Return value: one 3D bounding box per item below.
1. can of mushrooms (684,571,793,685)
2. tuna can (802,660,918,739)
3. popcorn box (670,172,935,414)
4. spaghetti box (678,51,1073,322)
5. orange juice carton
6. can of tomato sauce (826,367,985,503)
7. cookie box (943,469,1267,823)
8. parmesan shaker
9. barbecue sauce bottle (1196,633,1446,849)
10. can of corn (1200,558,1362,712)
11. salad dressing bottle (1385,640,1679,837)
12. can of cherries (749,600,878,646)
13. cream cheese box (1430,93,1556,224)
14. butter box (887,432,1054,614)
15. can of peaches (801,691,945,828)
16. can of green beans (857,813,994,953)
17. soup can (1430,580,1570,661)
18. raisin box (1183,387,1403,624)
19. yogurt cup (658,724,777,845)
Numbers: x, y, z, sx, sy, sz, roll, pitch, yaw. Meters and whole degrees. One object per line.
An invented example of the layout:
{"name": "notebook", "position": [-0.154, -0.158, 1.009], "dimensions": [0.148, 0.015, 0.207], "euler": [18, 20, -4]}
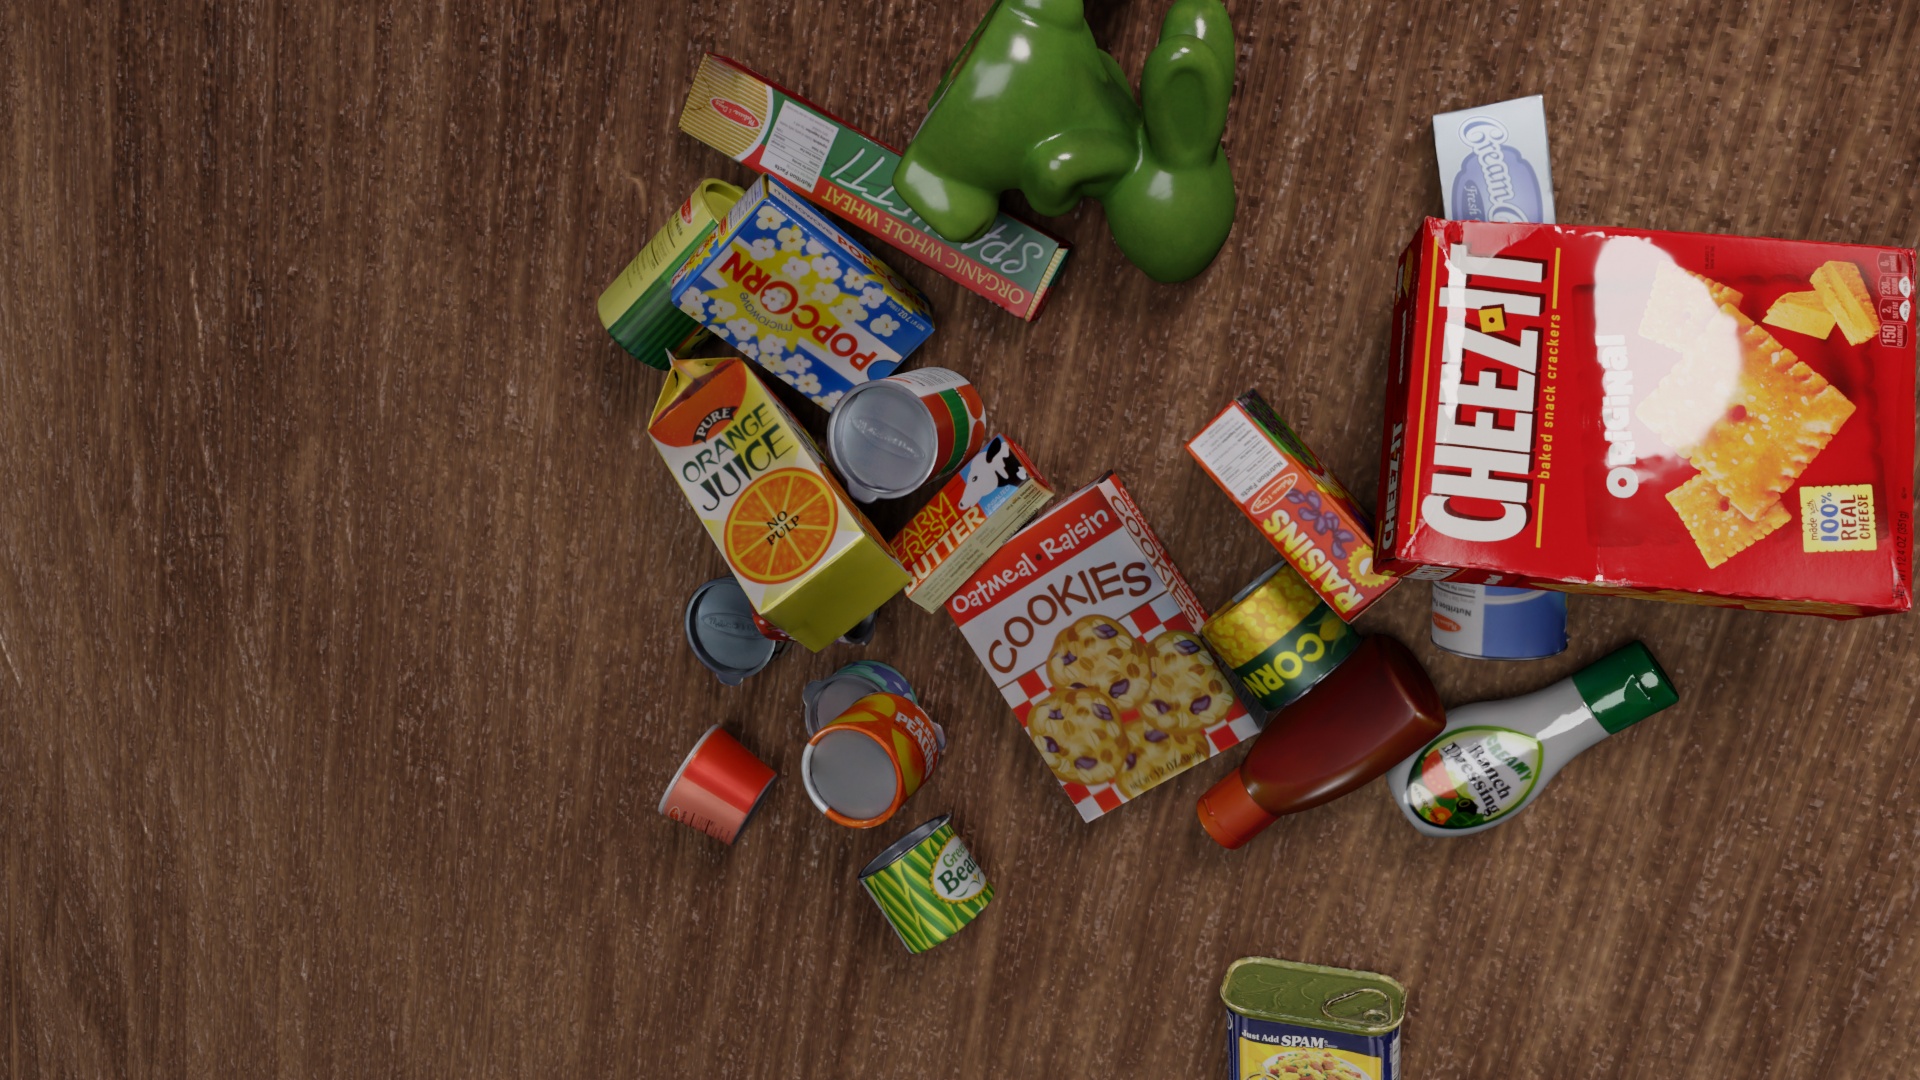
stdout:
{"name": "can of mushrooms", "position": [-0.141, 0.055, 0.895], "dimensions": [0.071, 0.033, 0.071], "euler": [4, 103, 19]}
{"name": "tuna can", "position": [-0.064, 0.109, 0.877], "dimensions": [0.071, 0.033, 0.071], "euler": [5, 103, 20]}
{"name": "popcorn box", "position": [-0.090, -0.137, 0.795], "dimensions": [0.126, 0.038, 0.085], "euler": [34, 117, -30]}
{"name": "spaghetti box", "position": [-0.051, -0.206, 0.807], "dimensions": [0.250, 0.029, 0.050], "euler": [31, 111, 12]}
{"name": "orange juice carton", "position": [-0.115, -0.035, 0.809], "dimensions": [0.073, 0.071, 0.193], "euler": [-38, 60, 2]}
{"name": "can of tomato sauce", "position": [-0.029, -0.062, 0.800], "dimensions": [0.071, 0.083, 0.071], "euler": [5, 103, 20]}
{"name": "cookie box", "position": [0.081, 0.062, 0.809], "dimensions": [0.122, 0.040, 0.167], "euler": [-33, 90, 24]}
{"name": "parmesan shaker", "position": [-0.162, -0.160, 0.841], "dimensions": [0.102, 0.071, 0.071], "euler": [-40, 86, 24]}
{"name": "barbecue sauce bottle", "position": [0.194, 0.118, 0.770], "dimensions": [0.043, 0.065, 0.148], "euler": [24, 125, -33]}
{"name": "can of corn", "position": [0.173, 0.051, 0.754], "dimensions": [0.071, 0.071, 0.058], "euler": [-41, 85, 23]}
{"name": "salad dressing bottle", "position": [0.299, 0.104, 0.733], "dimensions": [0.147, 0.044, 0.064], "euler": [-36, 87, 23]}
{"name": "can of cherries", "position": [-0.088, 0.032, 0.852], "dimensions": [0.058, 0.072, 0.071], "euler": [0, 102, 21]}
{"name": "cream cheese box", "position": [0.270, -0.166, 0.696], "dimensions": [0.053, 0.024, 0.103], "euler": [-8, 99, 21]}
{"name": "butter box", "position": [0.003, -0.010, 0.805], "dimensions": [0.103, 0.053, 0.024], "euler": [-45, 128, 11]}
{"name": "can of peaches", "position": [-0.051, 0.130, 0.826], "dimensions": [0.071, 0.058, 0.071], "euler": [5, 104, 20]}
{"name": "can of green beans", "position": [-0.021, 0.214, 0.866], "dimensions": [0.071, 0.071, 0.058], "euler": [-35, 89, 24]}
{"name": "soup can", "position": [0.279, 0.012, 0.710], "dimensions": [0.071, 0.071, 0.083], "euler": [2, 102, 20]}
{"name": "raisin box", "position": [0.178, -0.021, 0.729], "dimensions": [0.040, 0.086, 0.123], "euler": [-43, 85, 19]}
{"name": "yogurt cup", "position": [-0.157, 0.162, 0.908], "dimensions": [0.054, 0.072, 0.072], "euler": [32, 111, 3]}
